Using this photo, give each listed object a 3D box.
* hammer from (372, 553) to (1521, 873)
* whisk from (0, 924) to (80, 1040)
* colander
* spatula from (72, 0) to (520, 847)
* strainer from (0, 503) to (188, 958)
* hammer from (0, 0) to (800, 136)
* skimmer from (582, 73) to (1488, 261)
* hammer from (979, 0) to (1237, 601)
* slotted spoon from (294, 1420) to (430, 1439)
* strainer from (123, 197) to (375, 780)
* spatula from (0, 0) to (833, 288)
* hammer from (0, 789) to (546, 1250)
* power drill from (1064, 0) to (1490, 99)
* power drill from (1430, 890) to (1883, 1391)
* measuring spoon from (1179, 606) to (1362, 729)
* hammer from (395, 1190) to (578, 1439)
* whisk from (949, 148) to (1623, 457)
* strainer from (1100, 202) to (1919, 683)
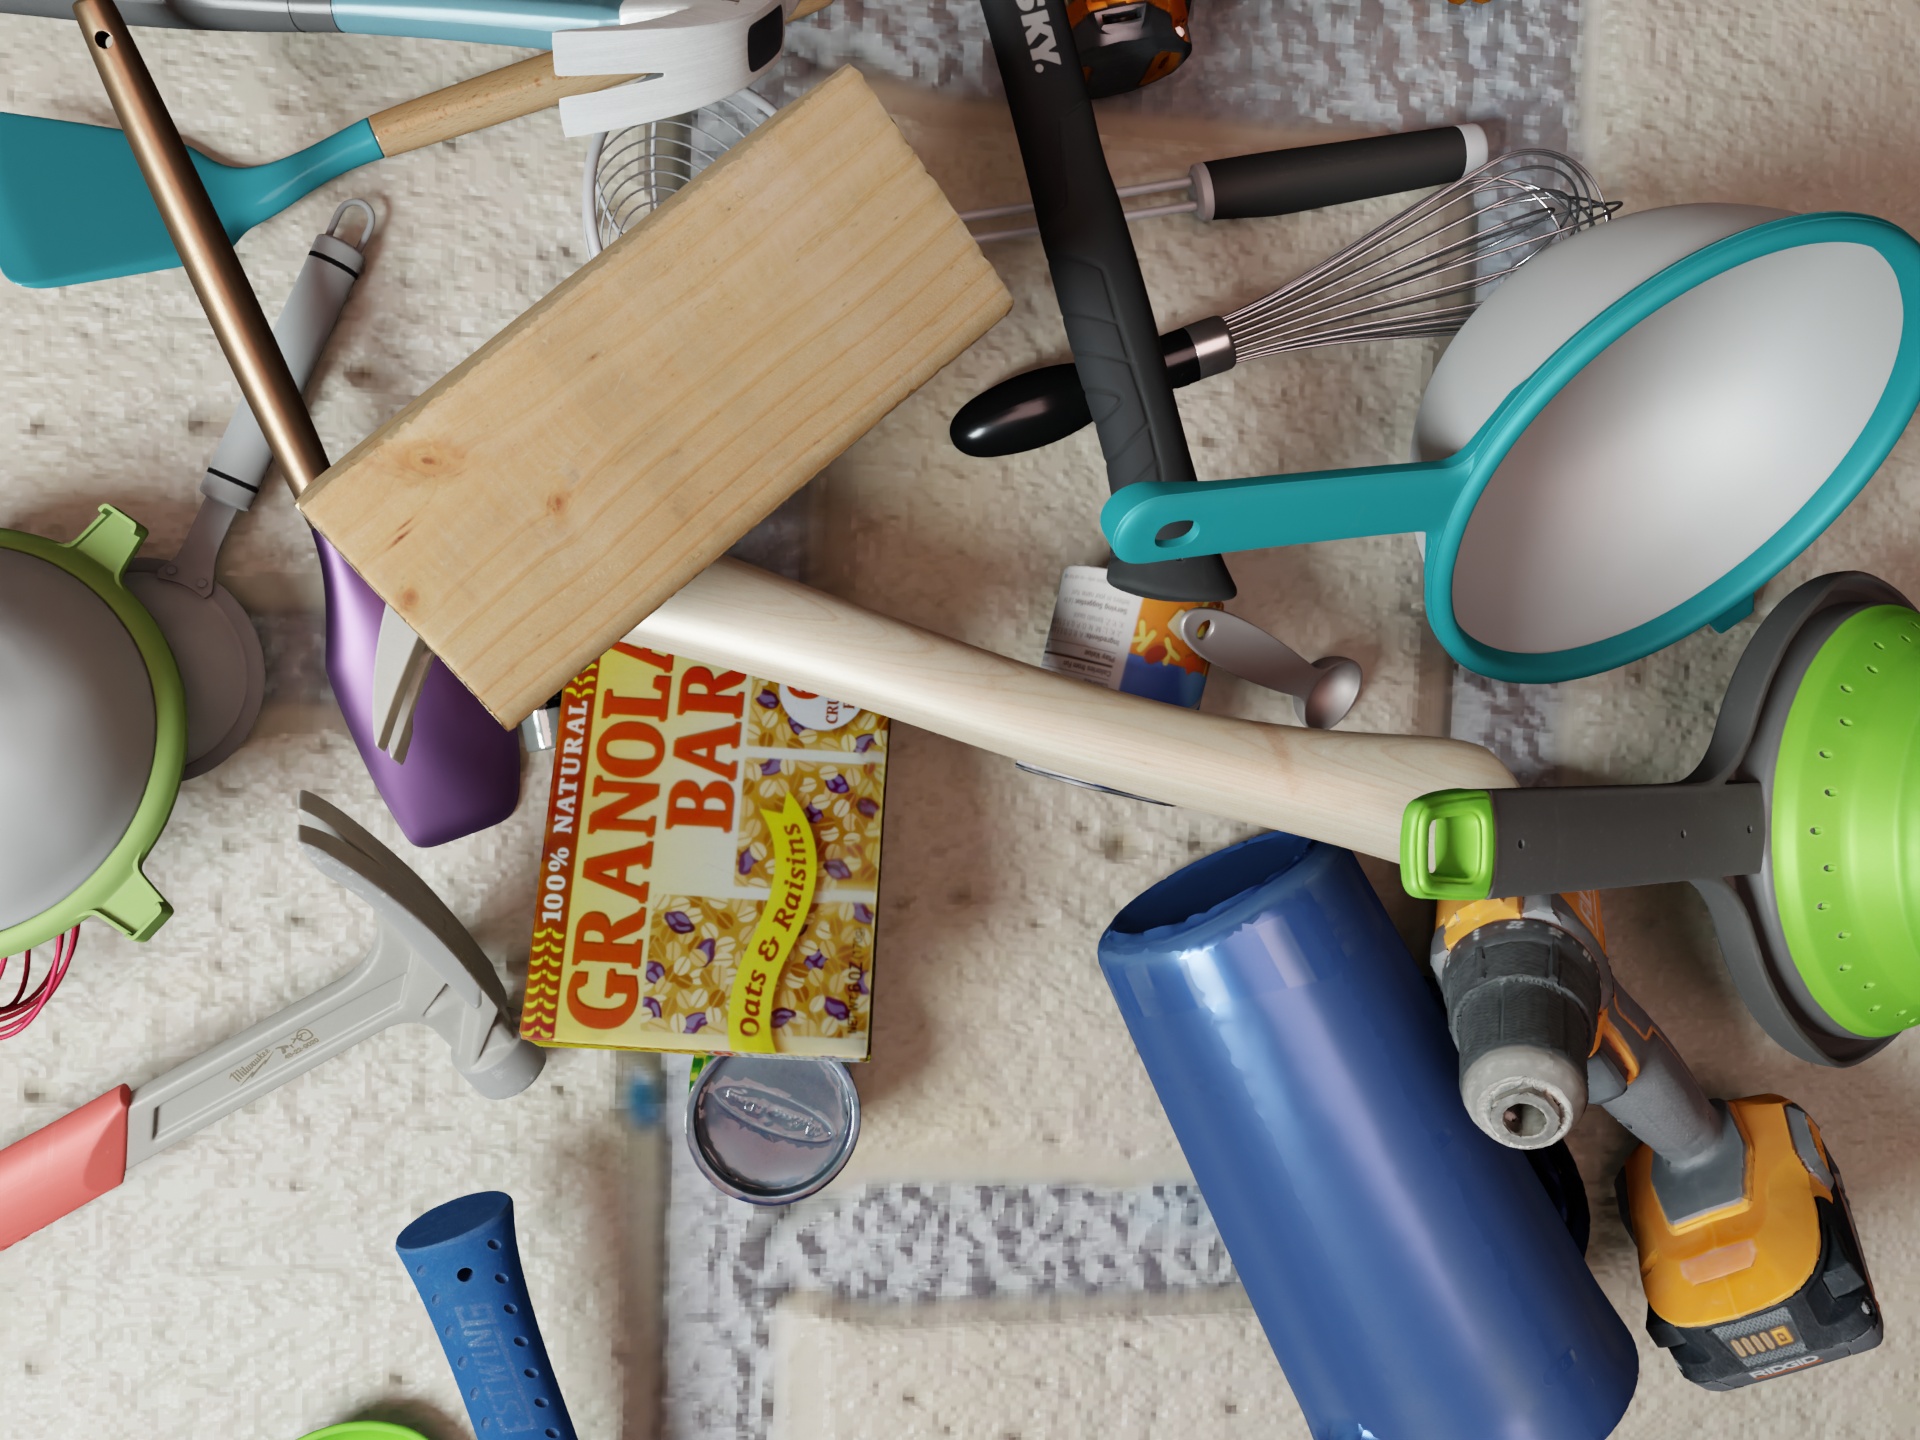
[{"bbox_3d":[-0.001,-0.002,0.572,0.410,0.038,0.146,16,76,2],"label":"hammer"},{"bbox_3d":[-0.381,-0.028,0.574,0.073,0.073,0.296,-16,89,-7],"label":"whisk"},{"bbox_3d":[0.323,0.041,0.579,0.397,0.094,0.204,0,91,-34],"label":"colander"},{"bbox_3d":[-0.237,-0.097,0.576,0.060,0.018,0.315,-21,111,-7],"label":"spatula"},{"bbox_3d":[-0.389,0.009,0.504,0.256,0.069,0.151,-7,82,-7],"label":"strainer"},{"bbox_3d":[-0.228,-0.254,0.559,0.331,0.128,0.033,6,132,3],"label":"hammer"},{"bbox_3d":[0.042,-0.200,0.606,0.363,0.090,0.127,-11,92,-8],"label":"skimmer"},{"bbox_3d":[0.042,-0.201,0.566,0.146,0.035,0.334,-17,96,-7],"label":"hammer"},{"bbox_3d":[-0.129,0.341,0.645,0.313,0.031,0.070,18,91,-11],"label":"slotted spoon"},{"bbox_3d":[-0.279,-0.080,0.594,0.087,0.050,0.258,24,86,-6],"label":"strainer"},{"bbox_3d":[-0.196,-0.232,0.593,0.317,0.044,0.082,-22,70,-8],"label":"spatula"},{"bbox_3d":[-0.343,0.163,0.576,0.359,0.037,0.149,-28,128,-2],"label":"hammer"},{"bbox_3d":[0.123,-0.346,0.617,0.226,0.084,0.164,-13,94,-4],"label":"power drill"},{"bbox_3d":[0.261,0.154,0.615,0.084,0.185,0.226,-33,101,28],"label":"power drill"},{"bbox_3d":[0.121,-0.025,0.635,0.124,0.018,0.034,21,103,-44],"label":"measuring spoon"},{"bbox_3d":[-0.140,0.373,0.617,0.144,0.035,0.405,-16,102,-7],"label":"hammer"},{"bbox_3d":[0.130,-0.161,0.639,0.284,0.070,0.070,-20,96,-2],"label":"whisk"},{"bbox_3d":[0.194,-0.111,0.595,0.340,0.095,0.210,-8,138,-20],"label":"strainer"}]
